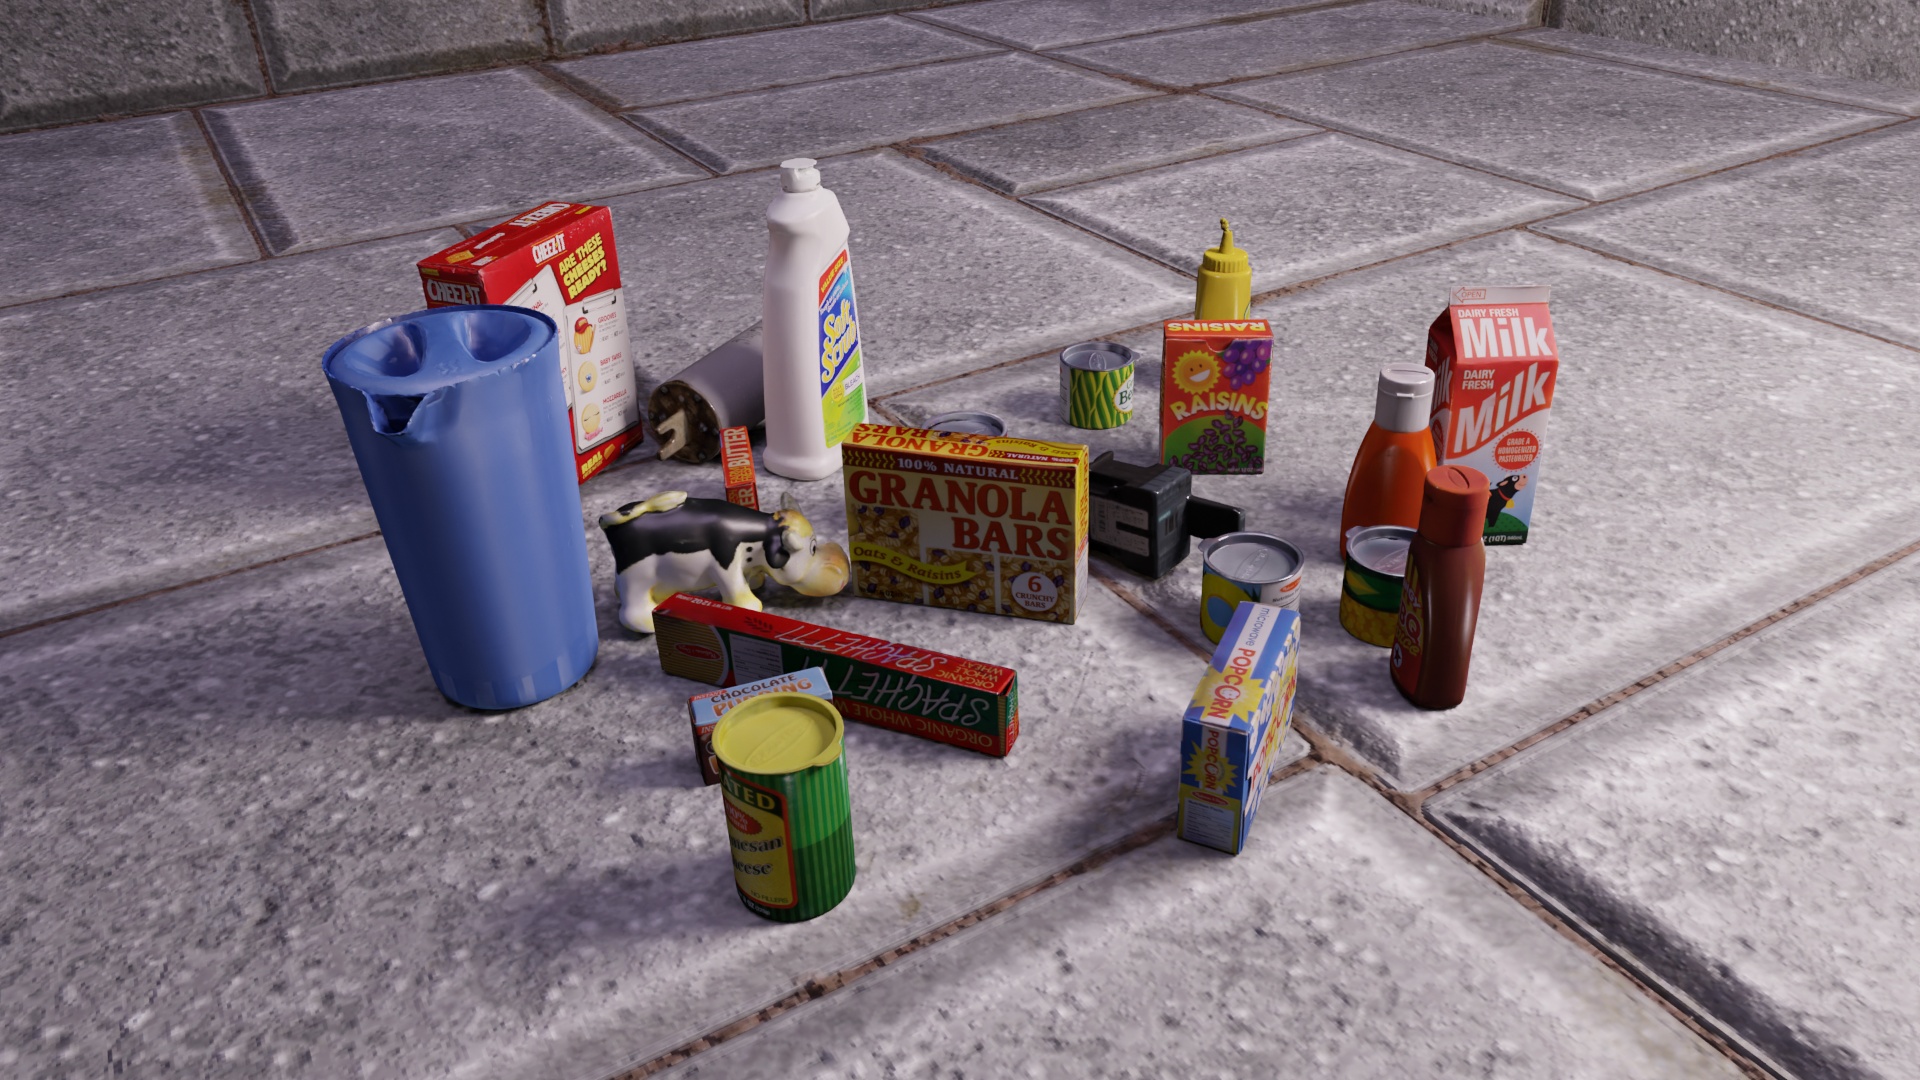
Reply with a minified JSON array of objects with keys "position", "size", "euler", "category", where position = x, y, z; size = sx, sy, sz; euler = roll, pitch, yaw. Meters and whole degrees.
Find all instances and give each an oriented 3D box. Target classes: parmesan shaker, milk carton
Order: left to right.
[{"position":[-0.088,0.141,0.725],"size":[0.071,0.102,0.071],"euler":[-2,30,1],"category":"parmesan shaker"},{"position":[0.380,-0.095,1.012],"size":[0.072,0.189,0.074],"euler":[-1,30,2],"category":"milk carton"}]

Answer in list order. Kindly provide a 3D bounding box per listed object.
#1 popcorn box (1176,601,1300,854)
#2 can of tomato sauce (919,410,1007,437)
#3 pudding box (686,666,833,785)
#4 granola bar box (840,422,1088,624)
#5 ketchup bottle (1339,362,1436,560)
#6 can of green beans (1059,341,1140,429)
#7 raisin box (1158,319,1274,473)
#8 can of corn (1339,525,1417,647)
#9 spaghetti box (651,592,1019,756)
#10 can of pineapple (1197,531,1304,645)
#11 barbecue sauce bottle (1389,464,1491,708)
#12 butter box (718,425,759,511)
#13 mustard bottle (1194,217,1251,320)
[{"position":[0.160,0.103,0.791],"size":[0.038,0.084,0.127],"euler":[11,33,22],"category":"popcorn box"},{"position":[0.005,-0.048,1.062],"size":[0.071,0.082,0.071],"euler":[-2,30,1],"category":"can of tomato sauce"},{"position":[-0.118,0.110,0.832],"size":[0.084,0.049,0.030],"euler":[-12,31,-16],"category":"pudding box"},{"position":[0.003,-0.012,0.960],"size":[0.165,0.123,0.039],"euler":[7,31,15],"category":"granola bar box"},{"position":[0.307,-0.050,0.982],"size":[0.065,0.148,0.044],"euler":[7,31,16],"category":"ketchup bottle"},{"position":[0.121,-0.138,1.234],"size":[0.071,0.057,0.071],"euler":[-2,30,1],"category":"can of green beans"},{"position":[0.205,-0.116,1.125],"size":[0.086,0.122,0.040],"euler":[0,30,5],"category":"raisin box"},{"position":[0.289,0.030,0.935],"size":[0.071,0.058,0.071],"euler":[-2,30,1],"category":"can of corn"},{"position":[-0.081,0.083,0.876],"size":[0.250,0.050,0.029],"euler":[11,33,21],"category":"spaghetti box"},{"position":[0.194,0.034,0.935],"size":[0.071,0.057,0.071],"euler":[-2,30,1],"category":"can of pineapple"},{"position":[0.295,0.027,0.850],"size":[0.044,0.147,0.065],"euler":[-2,30,1],"category":"barbecue sauce bottle"},{"position":[-0.175,-0.045,1.099],"size":[0.024,0.052,0.104],"euler":[-8,31,-9],"category":"butter box"},{"position":[0.236,-0.210,1.249],"size":[0.049,0.159,0.066],"euler":[6,31,13],"category":"mustard bottle"}]
